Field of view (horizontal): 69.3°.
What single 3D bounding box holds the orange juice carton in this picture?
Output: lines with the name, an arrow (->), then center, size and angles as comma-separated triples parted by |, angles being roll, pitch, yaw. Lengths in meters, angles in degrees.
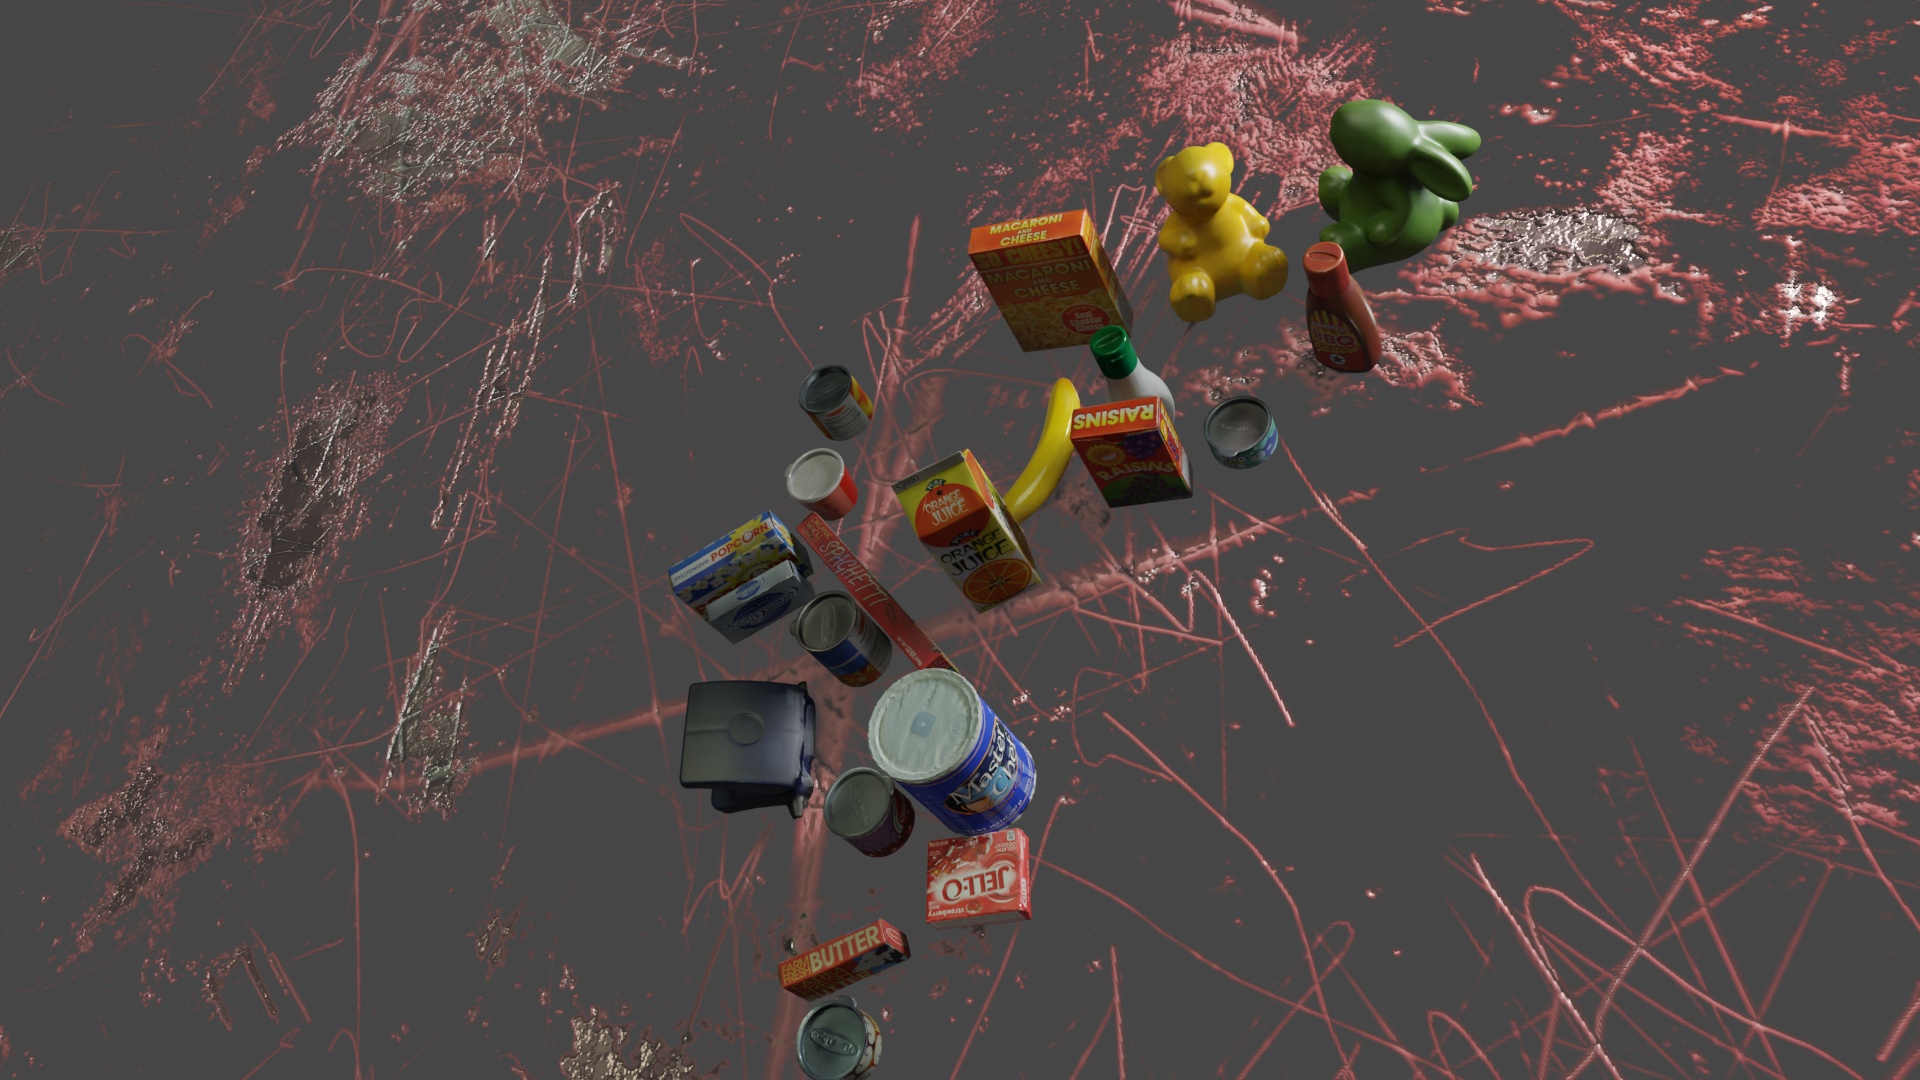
orange juice carton -> 0.005, -0.016, 1.301 | 0.072, 0.192, 0.073 | -26, 52, 9

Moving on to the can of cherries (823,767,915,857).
can of cherries -> -0.080, 0.246, 1.256 | 0.071, 0.058, 0.072 | -12, 55, 18

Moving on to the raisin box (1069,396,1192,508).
raisin box -> 0.163, -0.081, 1.312 | 0.086, 0.123, 0.040 | -6, 57, 22

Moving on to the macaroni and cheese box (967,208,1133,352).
macaroni and cheese box -> 0.095, -0.266, 1.438 | 0.123, 0.166, 0.040 | -5, 58, 23

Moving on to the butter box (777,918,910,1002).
butter box -> -0.100, 0.362, 1.194 | 0.103, 0.053, 0.024 | -26, 52, 9

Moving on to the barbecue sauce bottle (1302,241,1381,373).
barbecue sauce bottle -> 0.351, -0.217, 1.295 | 0.065, 0.148, 0.044 | 19, 69, 34

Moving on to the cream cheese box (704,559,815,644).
cream cheese box -> -0.207, 0.064, 1.439 | 0.104, 0.053, 0.024 | -30, 51, 6

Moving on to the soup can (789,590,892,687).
soup can -> -0.115, 0.097, 1.354 | 0.071, 0.083, 0.072 | -12, 55, 18

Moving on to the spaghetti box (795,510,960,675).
spaghetti box -> -0.086, 0.057, 1.389 | 0.029, 0.050, 0.251 | -42, 51, -4

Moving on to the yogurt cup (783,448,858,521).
yogurt cup -> -0.145, -0.057, 1.489 | 0.072, 0.053, 0.073 | -12, 55, 18

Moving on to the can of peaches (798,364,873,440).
can of peaches -> -0.139, -0.154, 1.547 | 0.071, 0.058, 0.071 | -12, 55, 18

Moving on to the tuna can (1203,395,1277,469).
tuna can -> 0.269, -0.101, 1.333 | 0.071, 0.032, 0.071 | -12, 55, 18

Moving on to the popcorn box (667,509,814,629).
popcorn box -> -0.229, 0.032, 1.451 | 0.126, 0.085, 0.038 | -30, 51, 5

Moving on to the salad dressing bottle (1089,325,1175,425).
salad dressing bottle -> 0.164, -0.149, 1.341 | 0.064, 0.147, 0.044 | -25, 52, 9

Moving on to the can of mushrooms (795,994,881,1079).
can of mushrooms -> -0.101, 0.421, 1.167 | 0.071, 0.033, 0.071 | -12, 55, 18
